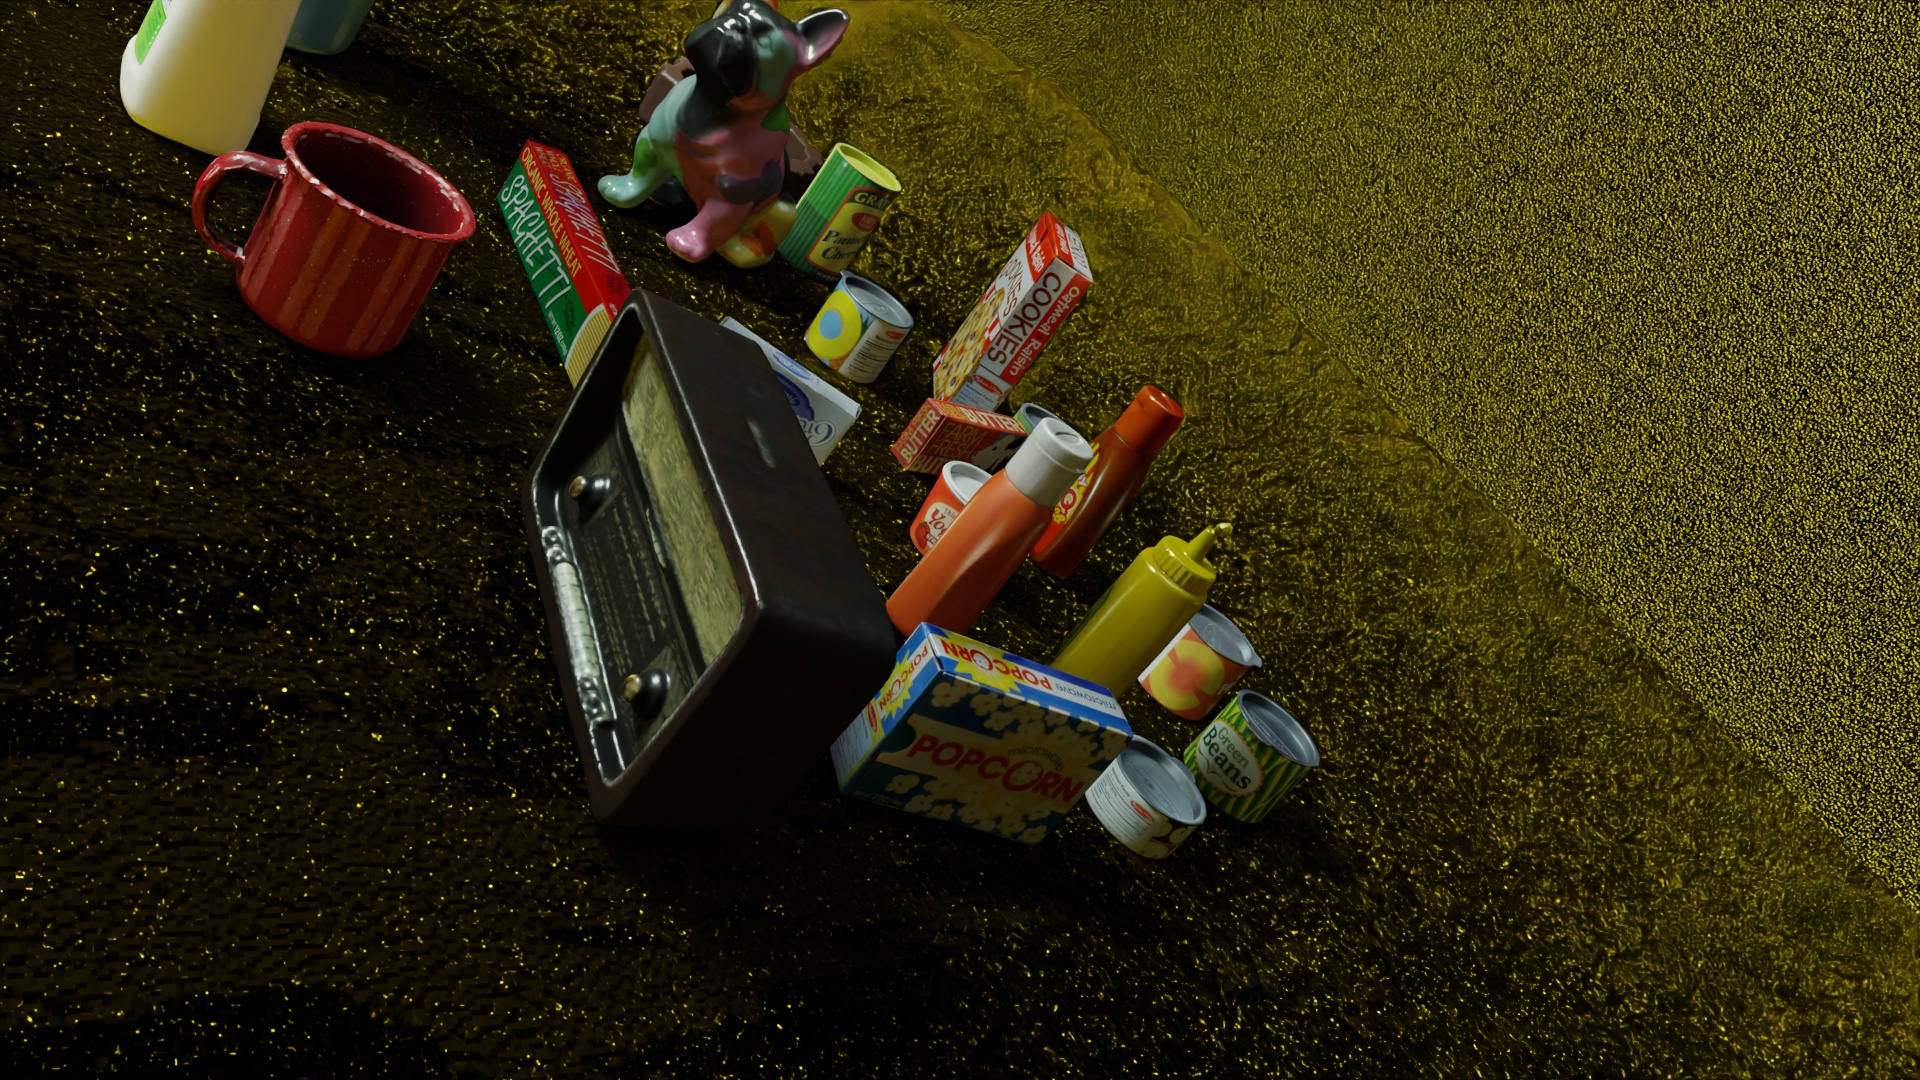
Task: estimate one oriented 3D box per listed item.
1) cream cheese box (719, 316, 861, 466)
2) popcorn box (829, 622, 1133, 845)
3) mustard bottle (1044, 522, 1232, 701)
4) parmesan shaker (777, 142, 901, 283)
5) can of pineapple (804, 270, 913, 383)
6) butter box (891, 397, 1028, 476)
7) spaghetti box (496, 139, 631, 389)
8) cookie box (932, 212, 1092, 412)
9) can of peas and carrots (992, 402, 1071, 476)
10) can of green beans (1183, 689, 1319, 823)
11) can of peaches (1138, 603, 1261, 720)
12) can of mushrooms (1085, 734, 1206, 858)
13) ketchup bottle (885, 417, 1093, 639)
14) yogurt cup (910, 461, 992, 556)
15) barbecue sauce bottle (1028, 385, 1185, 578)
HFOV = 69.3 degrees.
[{"bbox_3d":[-0.121,-0.091,0.885,0.104,0.053,0.024,34,23,-11],"label":"cream cheese box"},{"bbox_3d":[0.011,0.098,0.682,0.126,0.085,0.038,22,27,-33],"label":"popcorn box"},{"bbox_3d":[0.106,0.045,0.826,0.049,0.159,0.065,40,22,5],"label":"mustard bottle"},{"bbox_3d":[-0.106,-0.282,1.206,0.071,0.102,0.071,32,23,-15],"label":"parmesan shaker"},{"bbox_3d":[-0.080,-0.166,1.082,0.071,0.057,0.071,32,23,-15],"label":"can of pineapple"},{"bbox_3d":[0.001,-0.073,1.031,0.103,0.053,0.024,7,37,-51],"label":"butter box"},{"bbox_3d":[-0.239,-0.166,0.856,0.029,0.050,0.251,16,31,-43],"label":"spaghetti box"},{"bbox_3d":[0.038,-0.176,1.136,0.040,0.167,0.123,31,23,-17],"label":"cookie box"},{"bbox_3d":[0.059,-0.064,1.095,0.071,0.058,0.071,32,23,-15],"label":"can of peas and carrots"},{"bbox_3d":[0.187,0.140,0.900,0.071,0.057,0.071,32,23,-15],"label":"can of green beans"},{"bbox_3d":[0.164,0.085,0.969,0.071,0.058,0.071,32,23,-15],"label":"can of peaches"},{"bbox_3d":[0.107,0.147,0.798,0.071,0.033,0.071,32,23,-15],"label":"can of mushrooms"},{"bbox_3d":[0.019,-0.003,0.803,0.043,0.148,0.065,47,24,21],"label":"ketchup bottle"},{"bbox_3d":[0.003,-0.012,0.918,0.072,0.053,0.073,32,23,-15],"label":"yogurt cup"},{"bbox_3d":[0.103,-0.044,1.006,0.043,0.148,0.065,27,25,-25],"label":"barbecue sauce bottle"}]
